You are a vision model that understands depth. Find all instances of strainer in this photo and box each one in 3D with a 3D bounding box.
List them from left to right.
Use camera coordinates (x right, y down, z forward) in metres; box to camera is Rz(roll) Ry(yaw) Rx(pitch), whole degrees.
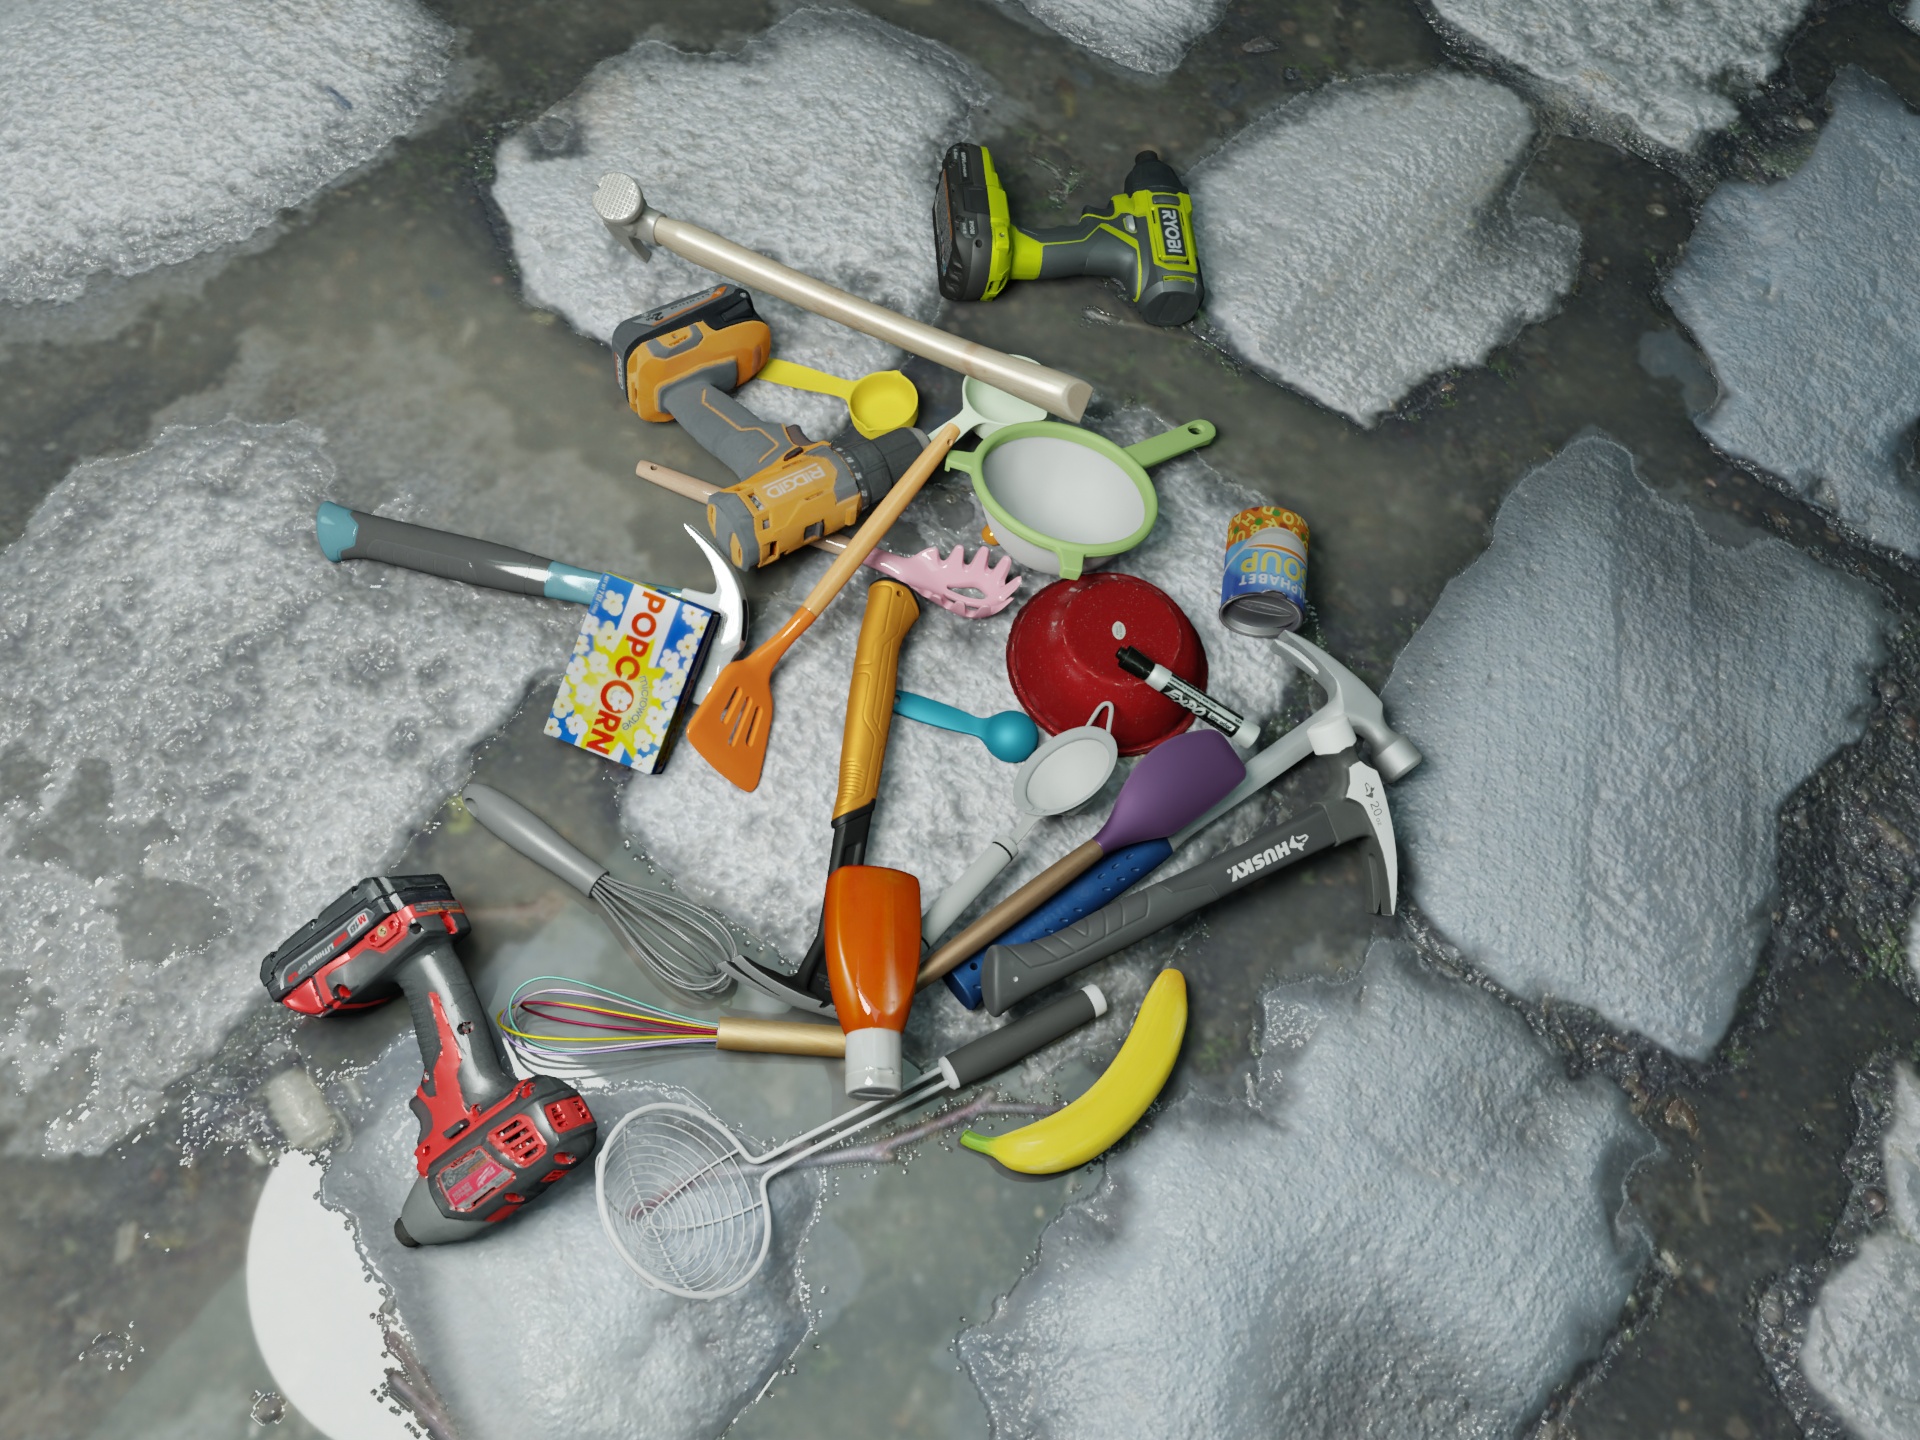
[{"bbox_3d":[0.037,0.087,1.133,0.258,0.087,0.050,-45,122,-25],"label":"strainer"},{"bbox_3d":[0.112,-0.183,1.283,0.256,0.069,0.152,-27,62,-36],"label":"strainer"}]

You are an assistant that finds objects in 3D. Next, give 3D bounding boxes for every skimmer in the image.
[{"bbox_3d":[-0.057,0.250,1.031,0.363,0.090,0.127,-23,70,-18],"label":"skimmer"}]

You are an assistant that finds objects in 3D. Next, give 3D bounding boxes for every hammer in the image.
[{"bbox_3d":[-0.317,-0.106,1.178,0.331,0.033,0.128,13,92,3],"label":"hammer"},{"bbox_3d":[-0.080,0.042,1.134,0.127,0.034,0.337,23,59,-27],"label":"hammer"},{"bbox_3d":[-0.089,-0.328,1.277,0.410,0.146,0.038,23,92,0],"label":"hammer"},{"bbox_3d":[0.153,0.077,1.171,0.405,0.035,0.144,-32,76,-20],"label":"hammer"},{"bbox_3d":[0.163,0.125,1.121,0.335,0.035,0.146,-23,94,-18],"label":"hammer"}]

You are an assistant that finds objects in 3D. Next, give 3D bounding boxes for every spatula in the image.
[{"bbox_3d":[-0.092,-0.096,1.179,0.041,0.080,0.323,23,72,45],"label":"spatula"},{"bbox_3d":[0.075,0.102,1.117,0.316,0.018,0.060,-35,87,-20],"label":"spatula"}]

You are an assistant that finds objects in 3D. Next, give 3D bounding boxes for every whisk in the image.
[{"bbox_3d":[-0.250,0.111,1.096,0.239,0.055,0.055,33,65,12],"label":"whisk"},{"bbox_3d":[-0.184,0.205,1.065,0.245,0.047,0.051,6,76,-10],"label":"whisk"}]

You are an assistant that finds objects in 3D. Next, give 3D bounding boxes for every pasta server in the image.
[{"bbox_3d":[-0.106,-0.147,1.241,0.316,0.040,0.060,21,56,3],"label":"pasta server"}]

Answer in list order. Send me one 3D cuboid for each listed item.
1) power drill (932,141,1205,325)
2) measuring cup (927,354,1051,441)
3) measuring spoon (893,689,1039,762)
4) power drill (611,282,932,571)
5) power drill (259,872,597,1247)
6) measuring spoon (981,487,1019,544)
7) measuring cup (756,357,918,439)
[{"bbox_3d":[0.093,-0.431,1.384,0.223,0.080,0.171,0,66,-12],"label":"power drill"},{"bbox_3d":[0.006,-0.234,1.297,0.167,0.038,0.083,-39,68,-19],"label":"measuring cup"},{"bbox_3d":[-0.002,-0.004,1.196,0.128,0.021,0.042,17,64,1],"label":"measuring spoon"},{"bbox_3d":[-0.146,-0.236,1.237,0.185,0.084,0.226,-28,68,-22],"label":"power drill"},{"bbox_3d":[-0.337,0.217,1.002,0.143,0.078,0.220,-38,77,11],"label":"power drill"},{"bbox_3d":[0.039,-0.193,1.296,0.021,0.011,0.117,16,63,0],"label":"measuring spoon"},{"bbox_3d":[-0.108,-0.269,1.310,0.156,0.029,0.062,18,68,14],"label":"measuring cup"}]
